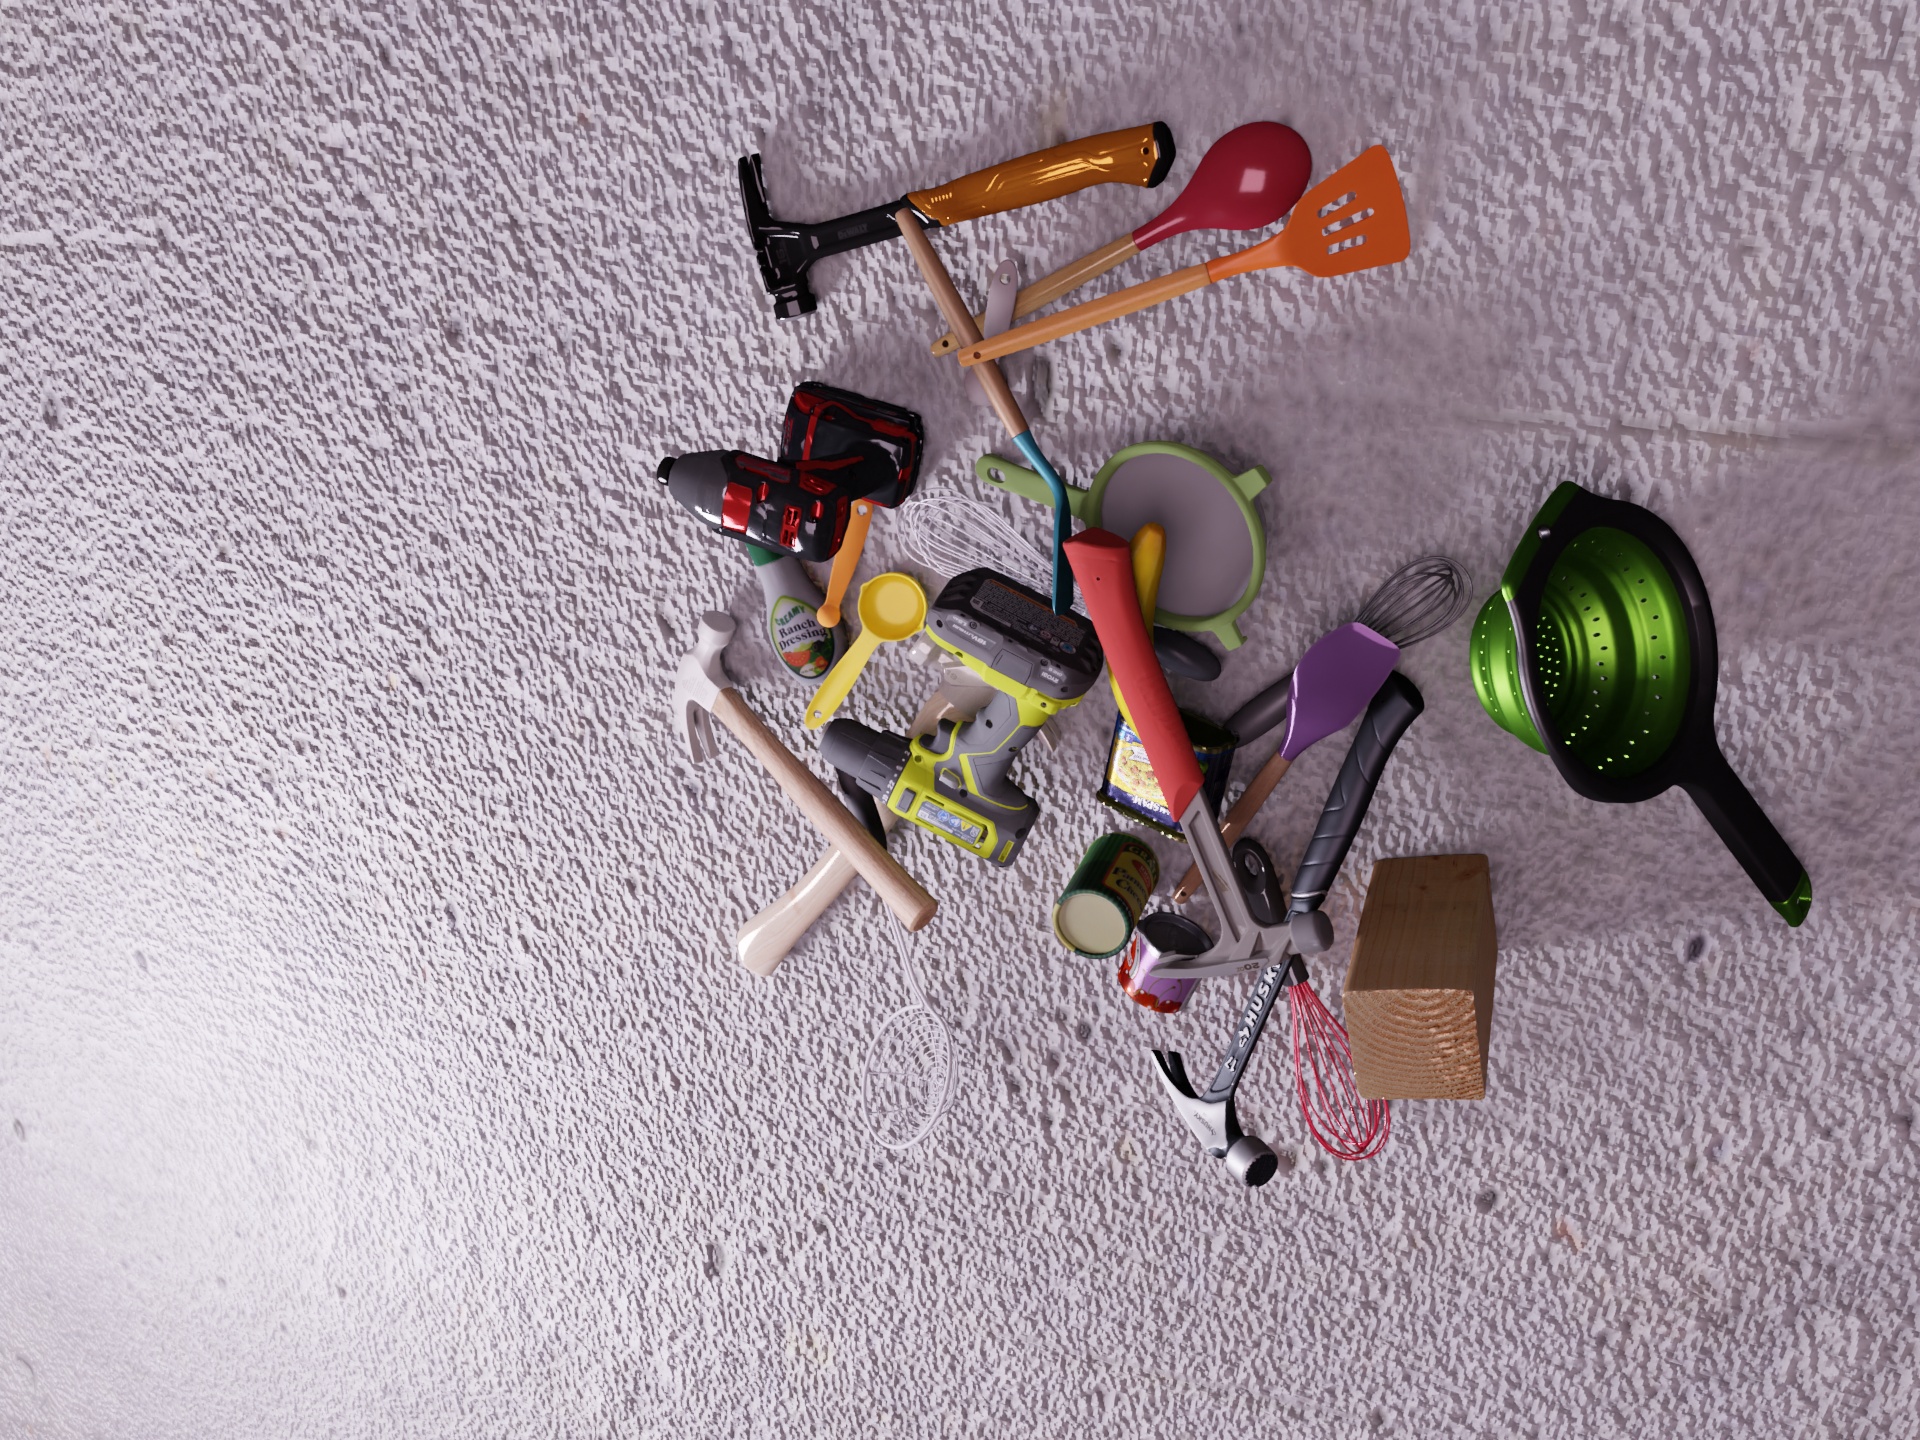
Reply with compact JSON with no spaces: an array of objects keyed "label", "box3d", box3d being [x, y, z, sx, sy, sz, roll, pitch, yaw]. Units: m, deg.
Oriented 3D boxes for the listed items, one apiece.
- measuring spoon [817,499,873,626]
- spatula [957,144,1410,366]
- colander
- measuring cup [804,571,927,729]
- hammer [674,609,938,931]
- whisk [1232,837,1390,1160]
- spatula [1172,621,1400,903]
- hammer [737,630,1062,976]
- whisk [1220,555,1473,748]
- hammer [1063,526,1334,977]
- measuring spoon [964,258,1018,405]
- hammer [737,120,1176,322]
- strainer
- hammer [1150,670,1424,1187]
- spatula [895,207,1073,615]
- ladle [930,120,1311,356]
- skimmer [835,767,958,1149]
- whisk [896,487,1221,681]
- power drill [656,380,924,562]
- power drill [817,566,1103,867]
[{"label":"measuring spoon","box3d":[-0.094,-0.132,1.316,0.021,0.011,0.117,16,101,-12]},{"label":"spatula","box3d":[0.150,-0.306,1.112,0.322,0.041,0.081,-16,114,16]},{"label":"colander","box3d":[0.475,0.010,1.130,0.396,0.204,0.094,46,156,-21]},{"label":"measuring cup","box3d":[-0.083,-0.057,1.332,0.062,0.029,0.156,36,105,-2]},{"label":"hammer","box3d":[-0.137,0.057,1.359,0.331,0.031,0.130,45,128,23]},{"label":"whisk","box3d":[0.287,0.233,1.325,0.073,0.073,0.296,-19,98,27]},{"label":"spatula","box3d":[0.241,0.043,1.252,0.060,0.018,0.315,32,129,6]},{"label":"hammer","box3d":[-0.076,0.101,1.417,0.146,0.038,0.410,39,121,0]},{"label":"whisk","box3d":[0.287,-0.044,1.210,0.055,0.055,0.239,47,124,-4]},{"label":"hammer","box3d":[0.149,0.029,1.186,0.149,0.037,0.359,-15,106,33]},{"label":"measuring spoon","box3d":[0.025,-0.288,1.198,0.034,0.018,0.124,15,133,4]},{"label":"hammer","box3d":[-0.007,-0.390,1.171,0.337,0.034,0.127,-6,111,25]},{"label":"strainer","box3d":[0.131,-0.166,1.213,0.256,0.069,0.151,25,132,29]},{"label":"hammer","box3d":[0.264,0.152,1.249,0.036,0.149,0.409,12,105,-33]},{"label":"spatula","box3d":[0.023,-0.230,1.178,0.044,0.082,0.317,-27,94,18]},{"label":"ladle","box3d":[0.106,-0.339,1.160,0.315,0.031,0.069,-22,97,29]},{"label":"skimmer","box3d":[-0.079,0.199,1.392,0.127,0.090,0.363,12,122,54]},{"label":"whisk","box3d":[0.078,-0.101,1.258,0.284,0.070,0.070,28,120,2]},{"label":"power drill","box3d":[-0.124,-0.188,1.201,0.143,0.220,0.078,19,118,12]},{"label":"power drill","box3d":[-0.002,-0.004,1.268,0.190,0.080,0.228,28,127,2]}]
